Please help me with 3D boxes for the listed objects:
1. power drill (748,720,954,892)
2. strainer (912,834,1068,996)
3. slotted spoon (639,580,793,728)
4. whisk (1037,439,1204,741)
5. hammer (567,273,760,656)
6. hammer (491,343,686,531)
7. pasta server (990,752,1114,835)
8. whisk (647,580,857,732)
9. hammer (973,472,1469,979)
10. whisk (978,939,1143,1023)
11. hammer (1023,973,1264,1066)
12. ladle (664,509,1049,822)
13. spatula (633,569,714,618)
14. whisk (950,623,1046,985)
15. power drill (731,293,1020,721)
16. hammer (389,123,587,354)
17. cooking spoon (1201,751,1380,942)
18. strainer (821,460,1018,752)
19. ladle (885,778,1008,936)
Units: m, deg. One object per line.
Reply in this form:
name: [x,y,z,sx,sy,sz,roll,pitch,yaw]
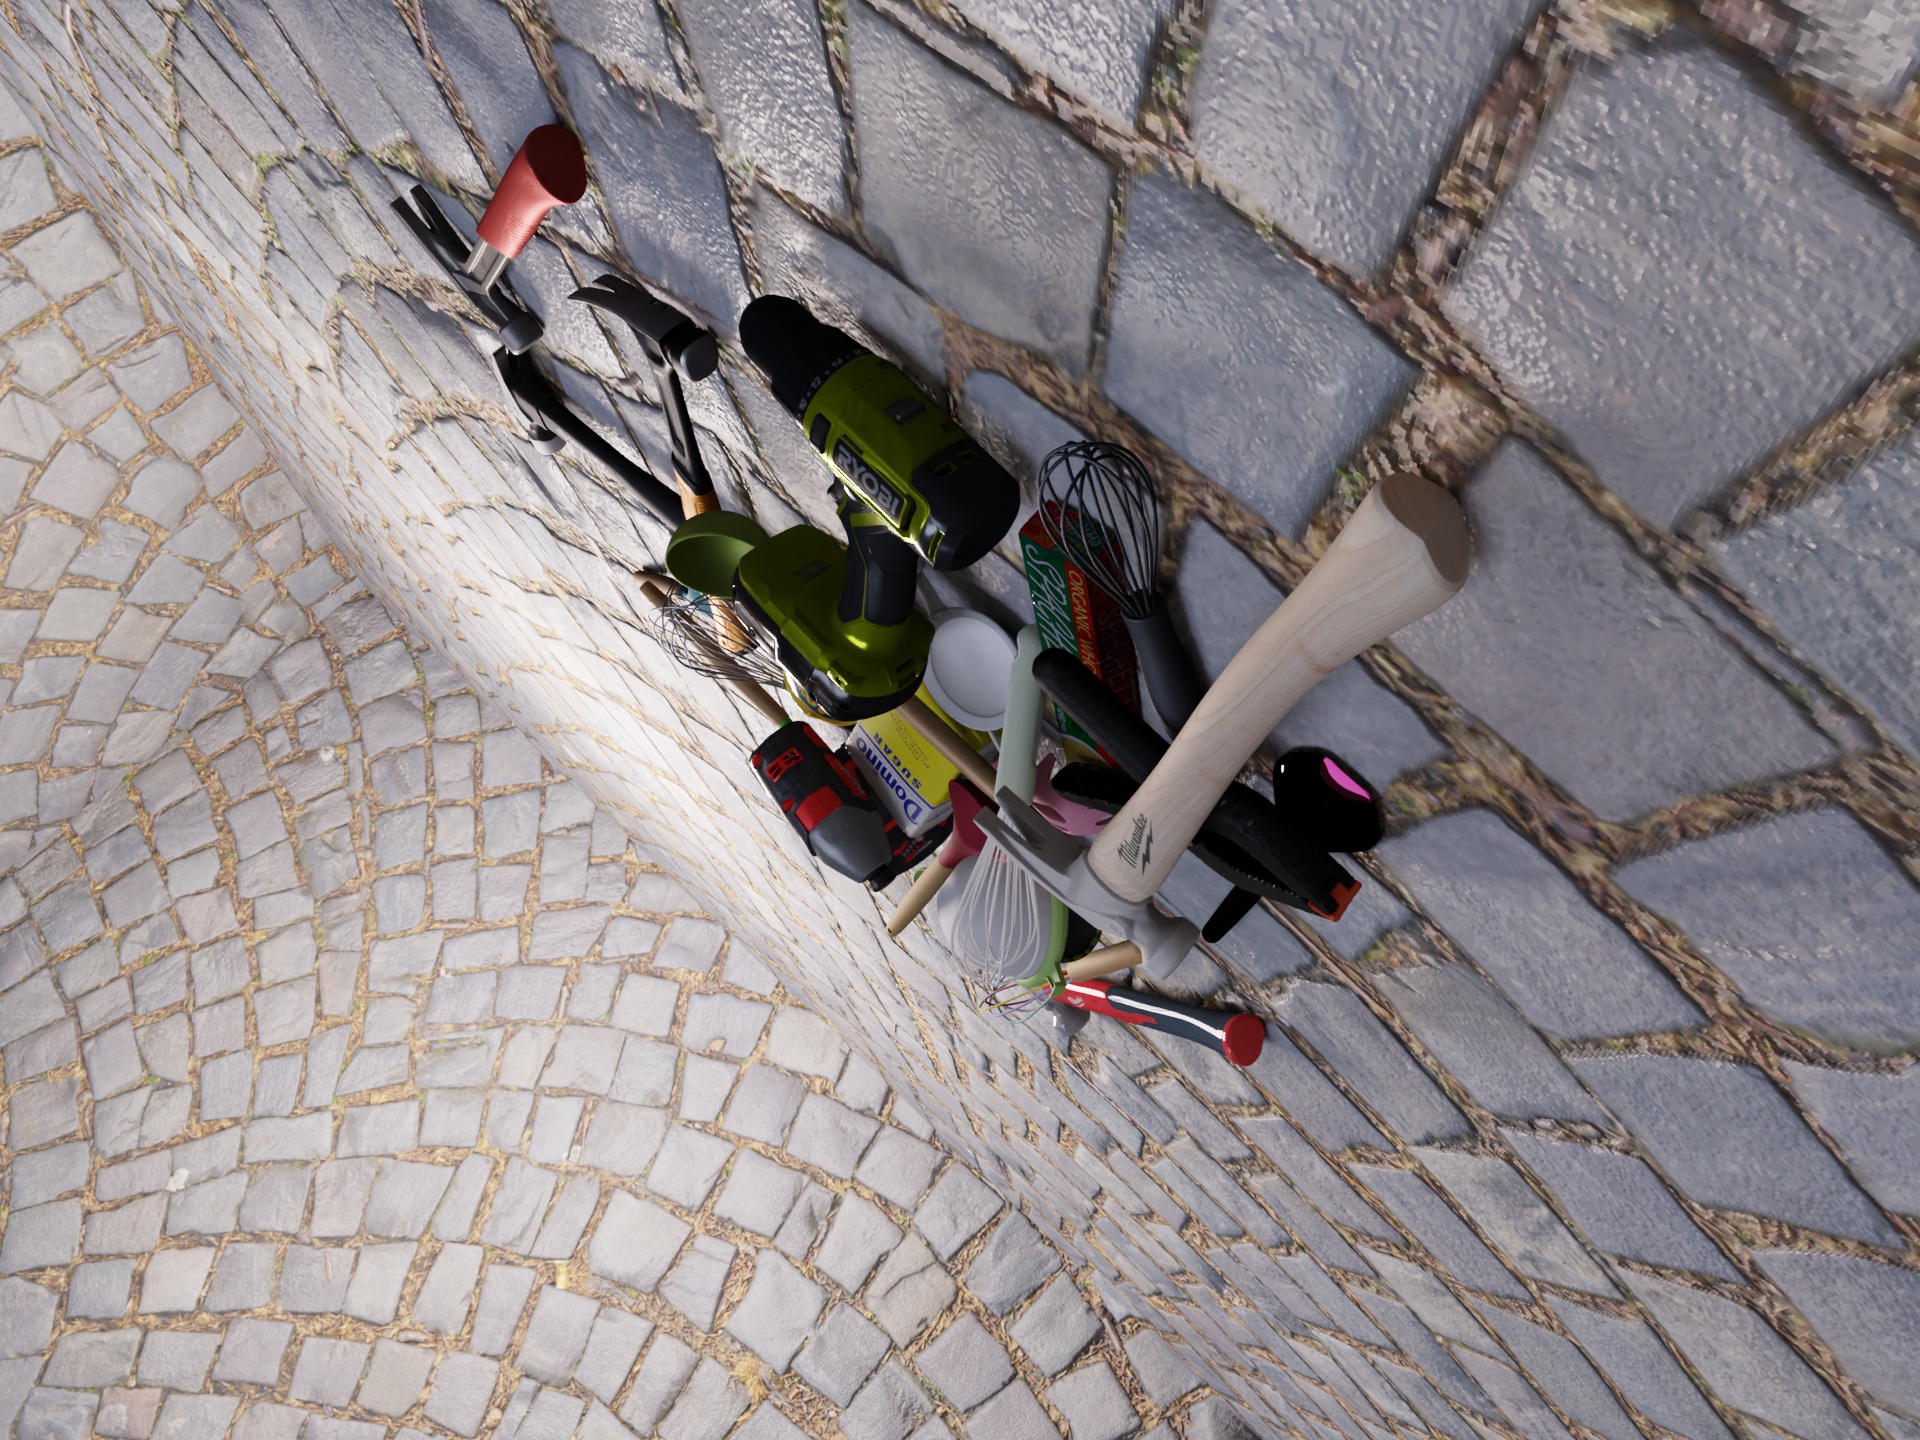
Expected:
power drill: [-0.080,0.071,1.273,0.143,0.078,0.219,51,-172,10]
strainer: [-0.002,0.138,1.286,0.256,0.069,0.151,-5,90,64]
slotted spoon: [-0.187,-0.019,1.509,0.313,0.031,0.070,45,163,-17]
whisk: [0.091,-0.056,0.817,0.055,0.055,0.238,31,161,39]
hammer: [-0.200,-0.171,1.183,0.127,0.034,0.336,35,152,29]
hammer: [-0.275,-0.206,1.339,0.335,0.035,0.146,38,161,23]
pasta server: [-0.002,-0.004,1.179,0.316,0.040,0.060,38,161,37]
whisk: [-0.147,-0.041,1.269,0.070,0.070,0.284,34,-179,35]
hammer: [0.117,0.006,0.774,0.146,0.038,0.410,39,149,7]
whisk: [0.085,0.217,1.338,0.245,0.047,0.051,-32,65,55]
hammer: [0.133,0.232,1.361,0.143,0.038,0.386,52,162,-11]
ladle: [-0.070,-0.027,1.057,0.320,0.062,0.078,43,151,10]
spatula: [-0.254,-0.127,1.487,0.082,0.044,0.318,54,166,-24]
whisk: [0.033,0.057,1.004,0.059,0.246,0.058,7,-161,0]
power drill: [-0.069,-0.121,0.932,0.191,0.080,0.228,45,147,15]
hammer: [-0.328,-0.358,1.128,0.149,0.037,0.359,52,162,-16]
cooking spoon: [0.186,0.089,0.960,0.069,0.017,0.318,42,161,12]
strainer: [-0.025,-0.092,1.014,0.087,0.050,0.258,-24,104,45]
ladle: [-0.016,0.114,1.190,0.069,0.031,0.315,53,153,10]
